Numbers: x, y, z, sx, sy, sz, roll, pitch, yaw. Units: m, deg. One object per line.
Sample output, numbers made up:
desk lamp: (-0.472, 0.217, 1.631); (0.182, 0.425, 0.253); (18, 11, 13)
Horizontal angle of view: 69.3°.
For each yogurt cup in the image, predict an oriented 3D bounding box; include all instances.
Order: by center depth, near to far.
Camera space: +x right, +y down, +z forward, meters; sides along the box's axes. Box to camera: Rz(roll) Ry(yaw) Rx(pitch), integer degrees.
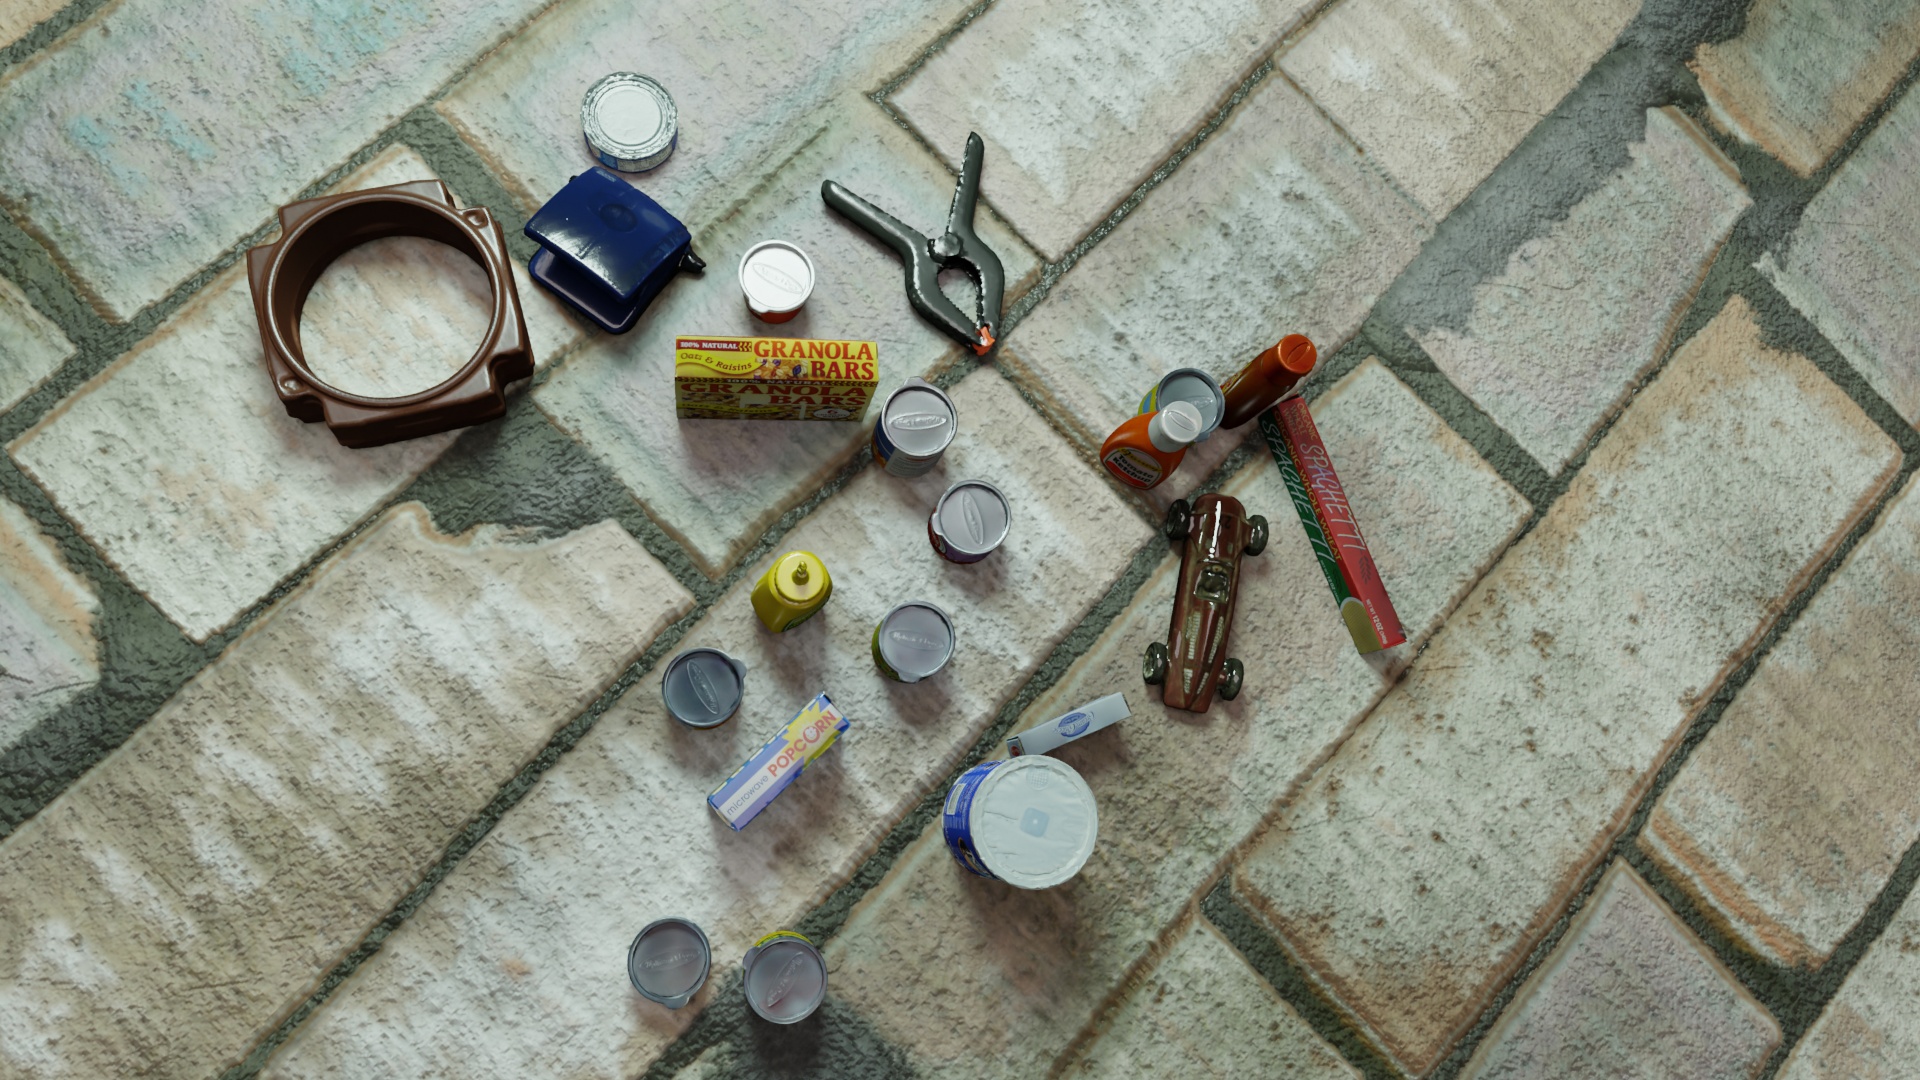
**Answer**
yogurt cup: (-0.165, -0.228, 1.241); (0.072, 0.054, 0.072); (2, 78, -10)

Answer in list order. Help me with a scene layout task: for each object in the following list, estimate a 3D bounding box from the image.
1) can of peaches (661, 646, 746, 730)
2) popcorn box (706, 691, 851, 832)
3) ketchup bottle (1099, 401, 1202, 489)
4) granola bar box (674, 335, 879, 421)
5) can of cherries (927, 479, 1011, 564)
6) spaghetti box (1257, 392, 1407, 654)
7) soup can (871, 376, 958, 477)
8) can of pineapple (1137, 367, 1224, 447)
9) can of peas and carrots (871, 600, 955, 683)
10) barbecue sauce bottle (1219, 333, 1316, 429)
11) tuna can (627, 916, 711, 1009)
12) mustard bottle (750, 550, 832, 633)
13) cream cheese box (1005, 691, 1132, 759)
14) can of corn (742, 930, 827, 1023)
can of peaches: (-0.212, 0.123, 1.158); (0.071, 0.058, 0.071); (2, 79, -10)
popcorn box: (-0.151, 0.183, 1.143); (0.127, 0.085, 0.038); (-43, 89, -15)
ketchup bottle: (0.172, -0.086, 1.226); (0.065, 0.148, 0.043); (33, 75, -3)
granola bar box: (-0.159, -0.137, 1.187); (0.166, 0.124, 0.039); (0, 79, -10)
can of cherries: (0.004, -0.015, 1.227); (0.071, 0.058, 0.071); (2, 79, -10)
spaghetti box: (0.345, -0.015, 1.294); (0.029, 0.050, 0.250); (-20, 83, -14)
soup can: (-0.042, -0.098, 1.222); (0.071, 0.083, 0.071); (2, 79, -10)
can of pineapple: (0.203, -0.118, 1.285); (0.071, 0.057, 0.071); (2, 79, -10)
can of peas and carrots: (-0.042, 0.091, 1.196); (0.071, 0.058, 0.071); (2, 79, -10)
barbecue sauce bottle: (0.276, -0.146, 1.257); (0.065, 0.148, 0.043); (-42, 89, -15)
tuna can: (-0.234, 0.340, 1.123); (0.071, 0.032, 0.071); (2, 78, -10)
mustard bottle: (-0.136, 0.039, 1.137); (0.065, 0.160, 0.049); (-34, 87, -15)
cream cheese box: (0.093, 0.163, 1.209); (0.104, 0.053, 0.024); (-21, 84, -14)
can of corn: (-0.145, 0.351, 1.124); (0.071, 0.058, 0.071); (2, 79, -10)
